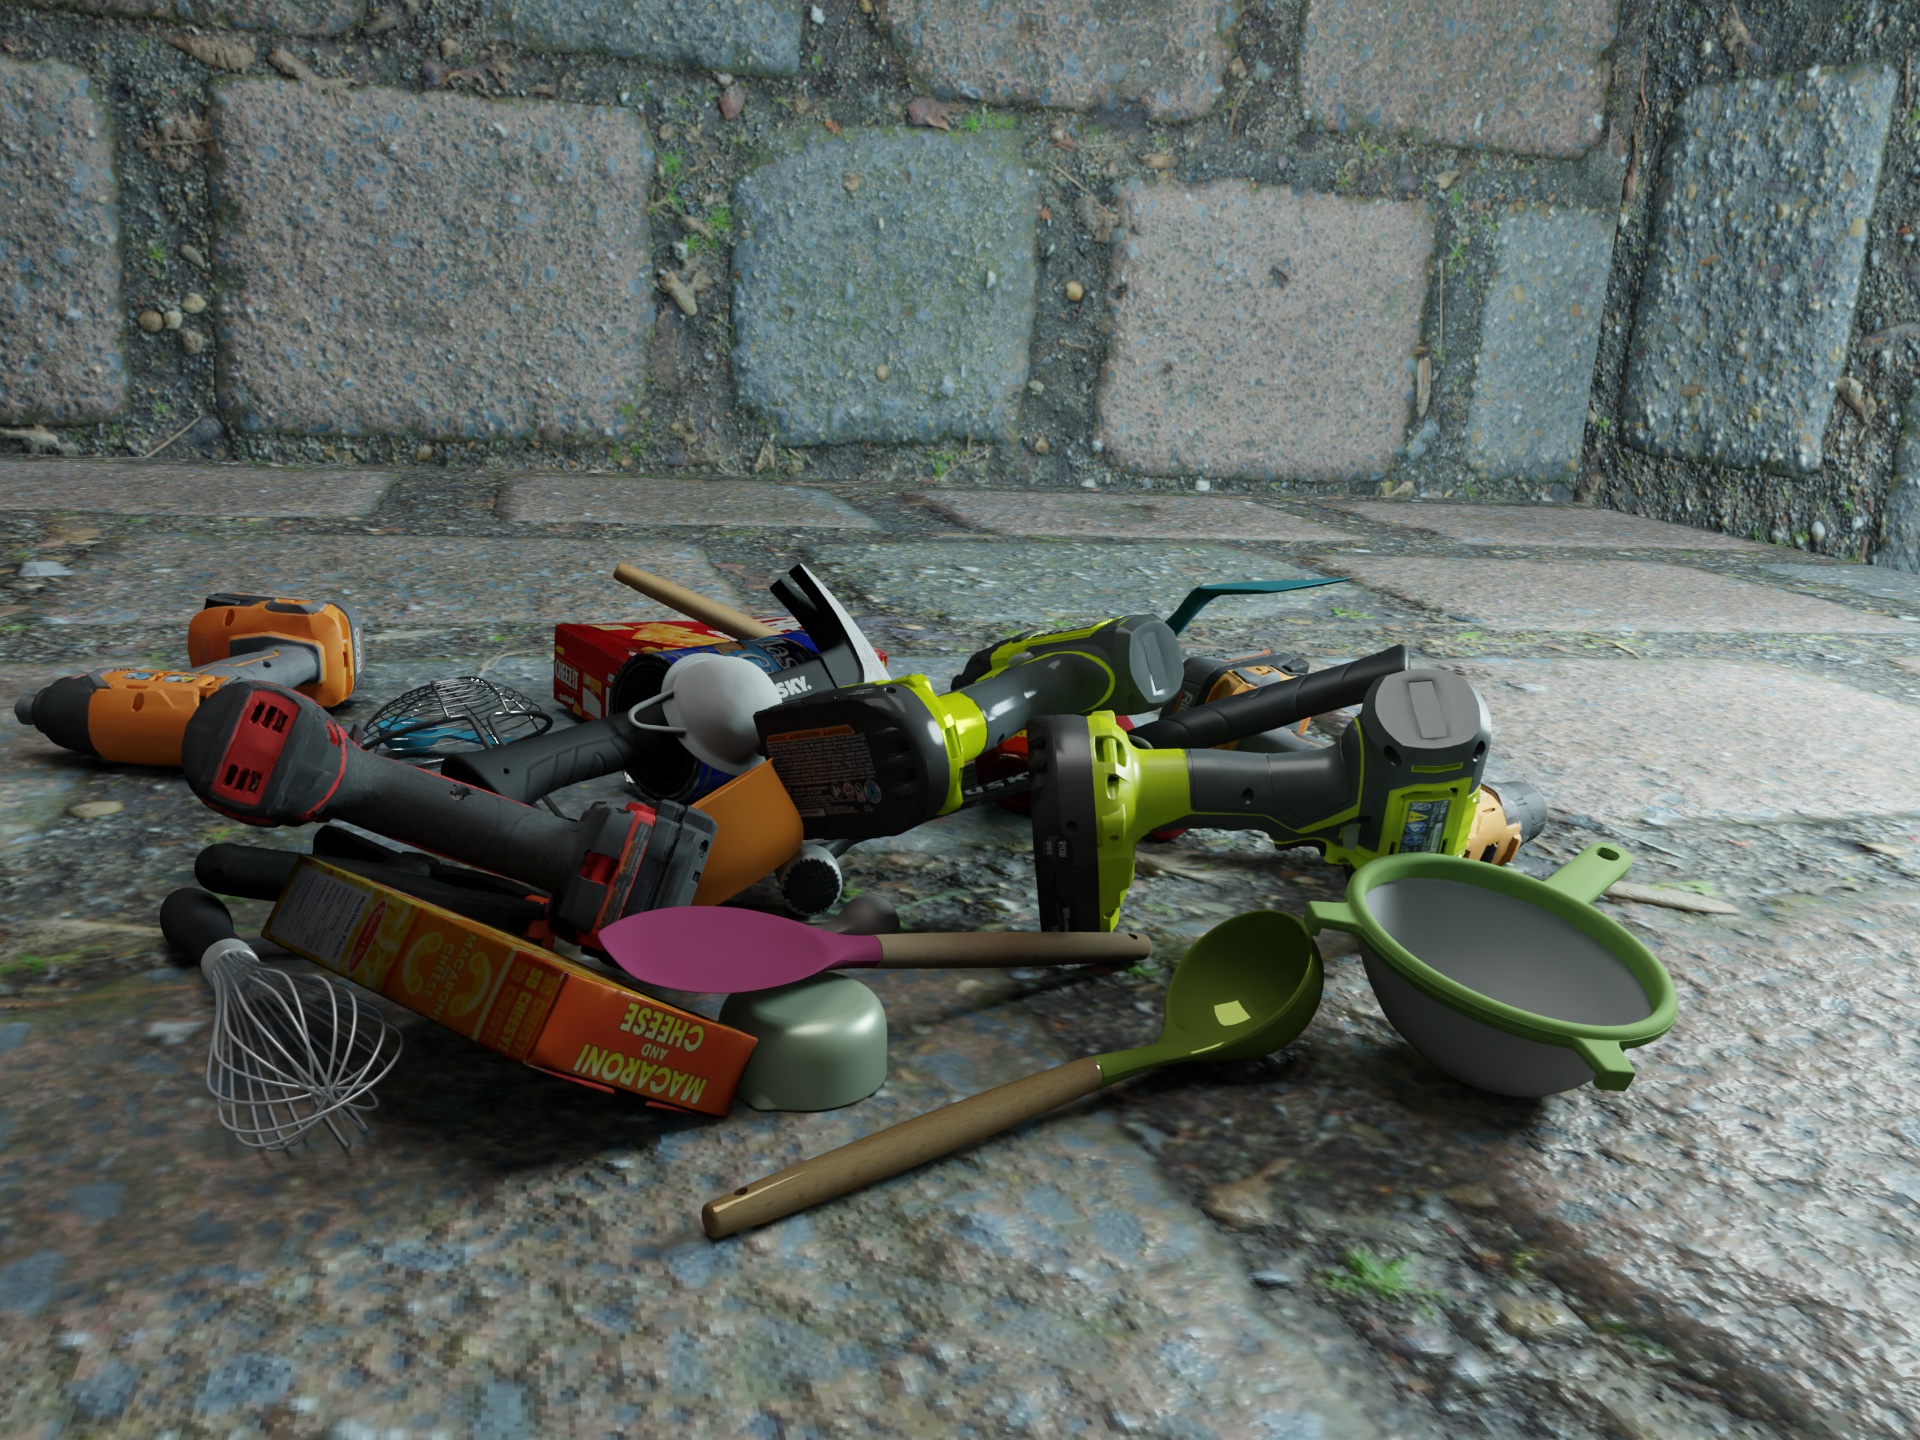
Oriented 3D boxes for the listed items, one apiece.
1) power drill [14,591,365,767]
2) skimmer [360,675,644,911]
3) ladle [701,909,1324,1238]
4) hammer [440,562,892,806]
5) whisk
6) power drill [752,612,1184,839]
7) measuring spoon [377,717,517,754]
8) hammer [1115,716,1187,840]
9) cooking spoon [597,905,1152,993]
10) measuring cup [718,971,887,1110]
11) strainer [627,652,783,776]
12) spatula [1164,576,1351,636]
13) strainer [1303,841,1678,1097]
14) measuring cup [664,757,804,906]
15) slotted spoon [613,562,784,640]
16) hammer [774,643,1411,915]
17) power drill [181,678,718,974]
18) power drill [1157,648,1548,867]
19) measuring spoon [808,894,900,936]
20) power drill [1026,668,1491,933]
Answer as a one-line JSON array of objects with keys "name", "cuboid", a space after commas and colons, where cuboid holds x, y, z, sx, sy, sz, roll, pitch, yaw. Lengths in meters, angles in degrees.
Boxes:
[{"name": "power drill", "cuboid": [-0.540, -0.028, 1.131, 0.164, 0.084, 0.227, 4, 19, 2]}, {"name": "skimmer", "cuboid": [-0.259, 0.064, 0.946, 0.127, 0.090, 0.364, -9, 29, -34]}, {"name": "ladle", "cuboid": [0.034, 0.144, 0.665, 0.320, 0.062, 0.078, -11, 7, -36]}, {"name": "hammer", "cuboid": [-0.162, -0.005, 0.949, 0.035, 0.146, 0.334, -33, -8, 38]}, {"name": "whisk", "cuboid": [-0.309, 0.116, 0.693, 0.070, 0.070, 0.285, -7, 14, -35]}, {"name": "power drill", "cuboid": [-0.001, -0.003, 0.924, 0.223, 0.080, 0.171, -22, 10, -41]}, {"name": "measuring spoon", "cuboid": [-0.346, 0.021, 1.123, 0.128, 0.021, 0.042, 10, 13, -11]}, {"name": "hammer", "cuboid": [0.103, 0.011, 1.212, 0.143, 0.038, 0.386, 1, 15, -4]}, {"name": "cooking spoon", "cuboid": [-0.021, 0.108, 0.740, 0.318, 0.017, 0.069, 6, 20, -41]}, {"name": "measuring cup", "cuboid": [-0.111, 0.128, 0.712, 0.167, 0.038, 0.083, 11, 16, 19]}, {"name": "strainer", "cuboid": [-0.085, -0.003, 0.973, 0.050, 0.087, 0.258, -39, -28, 32]}, {"name": "spatula", "cuboid": [0.126, -0.036, 1.094, 0.082, 0.044, 0.317, -12, -17, -41]}, {"name": "strainer", "cuboid": [0.275, 0.117, 0.777, 0.152, 0.069, 0.256, 27, 25, 30]}, {"name": "measuring cup", "cuboid": [-0.142, 0.073, 0.886, 0.095, 0.052, 0.173, -33, 2, -24]}, {"name": "slotted spoon", "cuboid": [-0.108, -0.043, 1.171, 0.313, 0.031, 0.070, 25, -10, -8]}, {"name": "hammer", "cuboid": [0.083, 0.023, 0.957, 0.409, 0.036, 0.149, -16, 14, -7]}, {"name": "power drill", "cuboid": [-0.233, 0.045, 0.723, 0.219, 0.078, 0.143, 22, -12, -17]}, {"name": "power drill", "cuboid": [0.264, 0.032, 1.047, 0.226, 0.084, 0.185, 33, 27, 36]}, {"name": "measuring spoon", "cuboid": [-0.088, 0.108, 0.838, 0.124, 0.018, 0.034, -6, 18, -29]}, {"name": "power drill", "cuboid": [0.153, 0.059, 0.839, 0.228, 0.190, 0.080, -4, 51, 3]}]
